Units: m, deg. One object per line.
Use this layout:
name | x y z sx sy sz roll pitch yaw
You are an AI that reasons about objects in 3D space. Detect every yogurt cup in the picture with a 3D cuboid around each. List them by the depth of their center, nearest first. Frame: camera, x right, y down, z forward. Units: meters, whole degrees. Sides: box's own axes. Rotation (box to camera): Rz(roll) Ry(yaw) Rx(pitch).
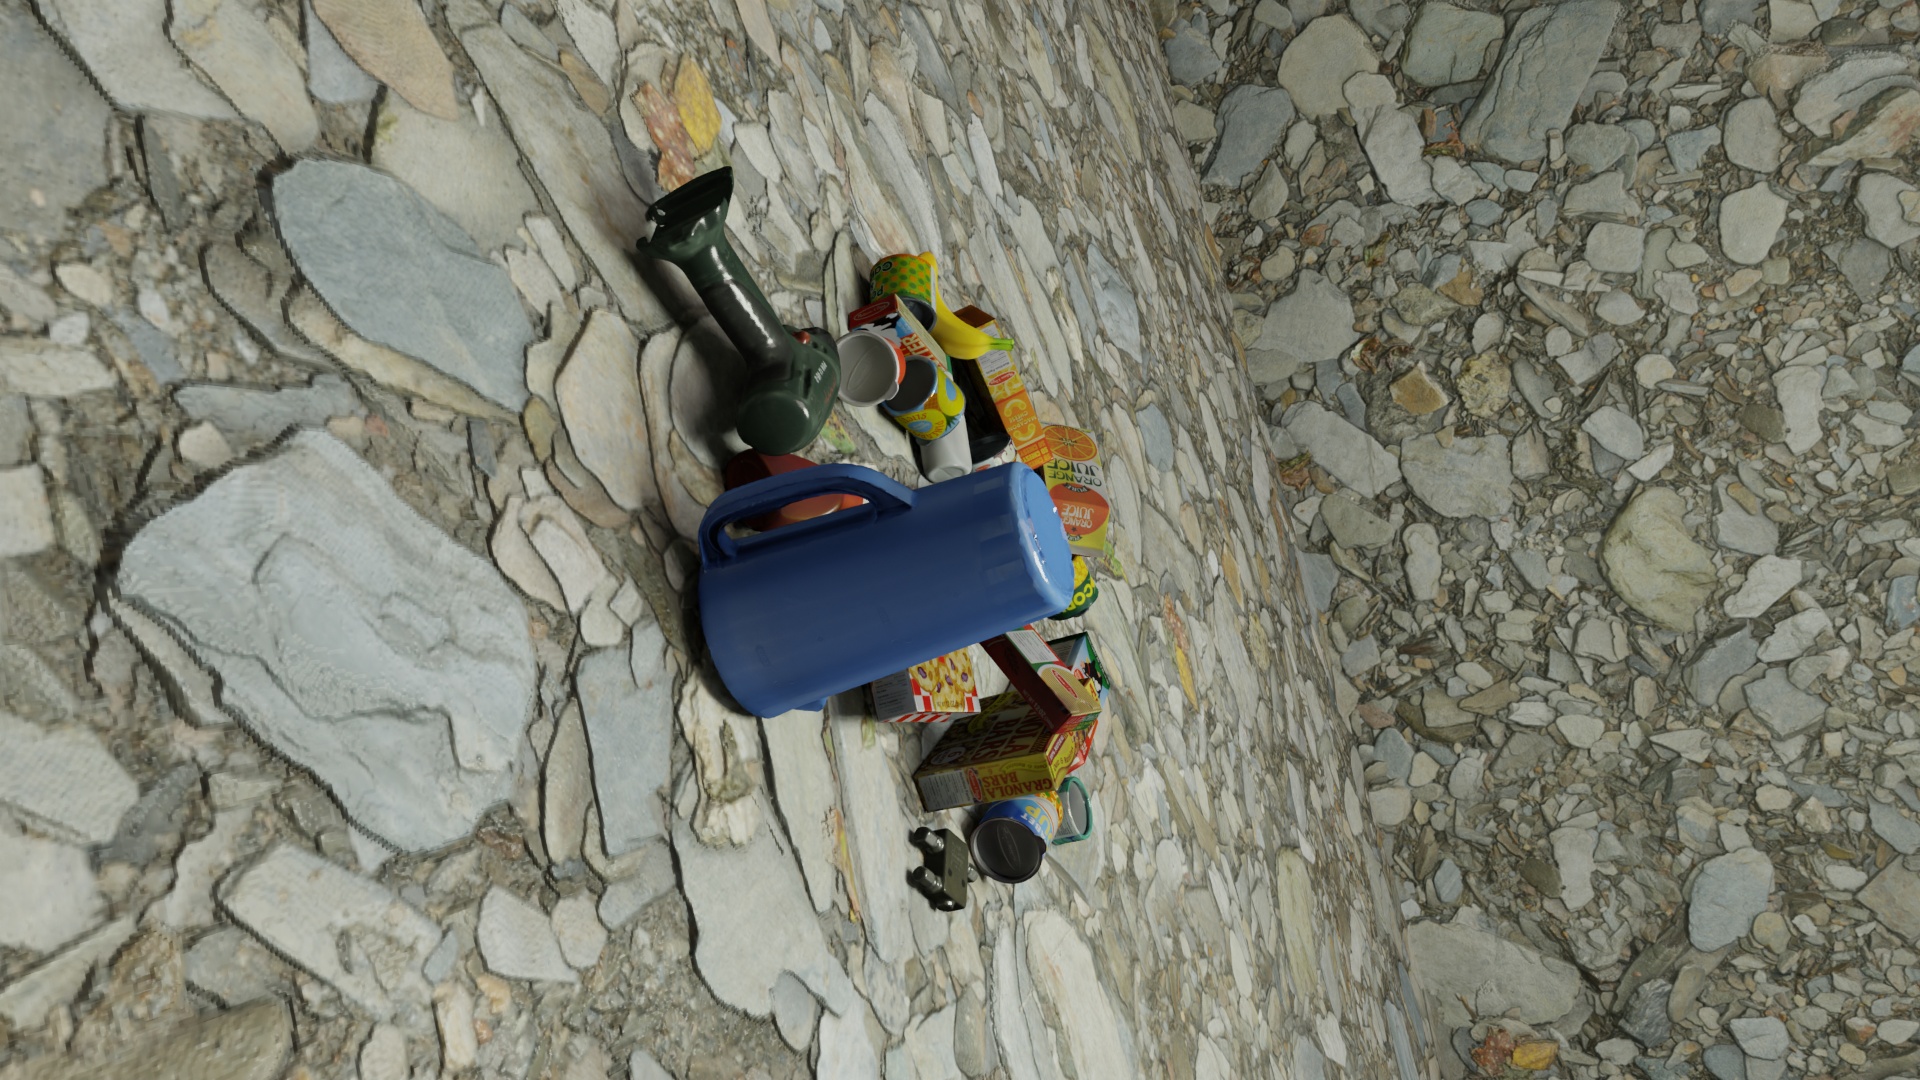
yogurt cup | -0.082 -0.156 1.253 0.054 0.072 0.072 -39 111 -74

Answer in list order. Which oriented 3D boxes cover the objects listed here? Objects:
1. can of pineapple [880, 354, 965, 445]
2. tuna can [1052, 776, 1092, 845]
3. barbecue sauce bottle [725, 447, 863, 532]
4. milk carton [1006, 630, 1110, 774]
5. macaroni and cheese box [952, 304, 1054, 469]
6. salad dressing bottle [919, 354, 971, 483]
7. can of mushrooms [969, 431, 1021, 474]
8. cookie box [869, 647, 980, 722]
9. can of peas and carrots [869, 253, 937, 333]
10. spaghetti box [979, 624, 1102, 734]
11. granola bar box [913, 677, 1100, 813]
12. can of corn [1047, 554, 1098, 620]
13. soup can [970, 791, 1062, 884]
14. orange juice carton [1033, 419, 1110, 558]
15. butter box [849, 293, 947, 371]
can of pineapple | -0.037 -0.135 1.336 0.057 0.071 0.071 39 40 -53
tuna can | 0.110 0.277 1.428 0.071 0.033 0.071 46 36 -47
barbecue sauce bottle | -0.125 -0.037 1.097 0.149 0.043 0.065 3 62 -67
milk carton | 0.091 0.174 1.405 0.072 0.073 0.191 66 24 -17
macaroni and cheese box | 0.039 -0.166 1.503 0.124 0.040 0.166 -125 -170 -70
salad dressing bottle | -0.021 -0.132 1.399 0.064 0.044 0.148 33 44 -56
can of mushrooms | 0.029 -0.083 1.448 0.033 0.071 0.071 64 25 -23
cookie box | -0.040 0.064 1.145 0.123 0.040 0.167 16 59 -64
can of peas and carrots | -0.059 -0.239 1.361 0.071 0.071 0.059 44 36 -49
spaghetti box | 0.030 0.070 1.229 0.050 0.028 0.251 2 40 -51
granola bar box | 0.045 0.178 1.233 0.166 0.124 0.039 -43 117 -65
can of corn | 0.113 0.048 1.547 0.058 0.071 0.071 62 25 -24
soup can | 0.055 0.262 1.265 0.071 0.071 0.084 69 23 -10
orange juice carton | 0.115 -0.047 1.537 0.194 0.072 0.072 -94 -162 -51
butter box | -0.059 -0.191 1.341 0.103 0.053 0.024 46 32 -49
